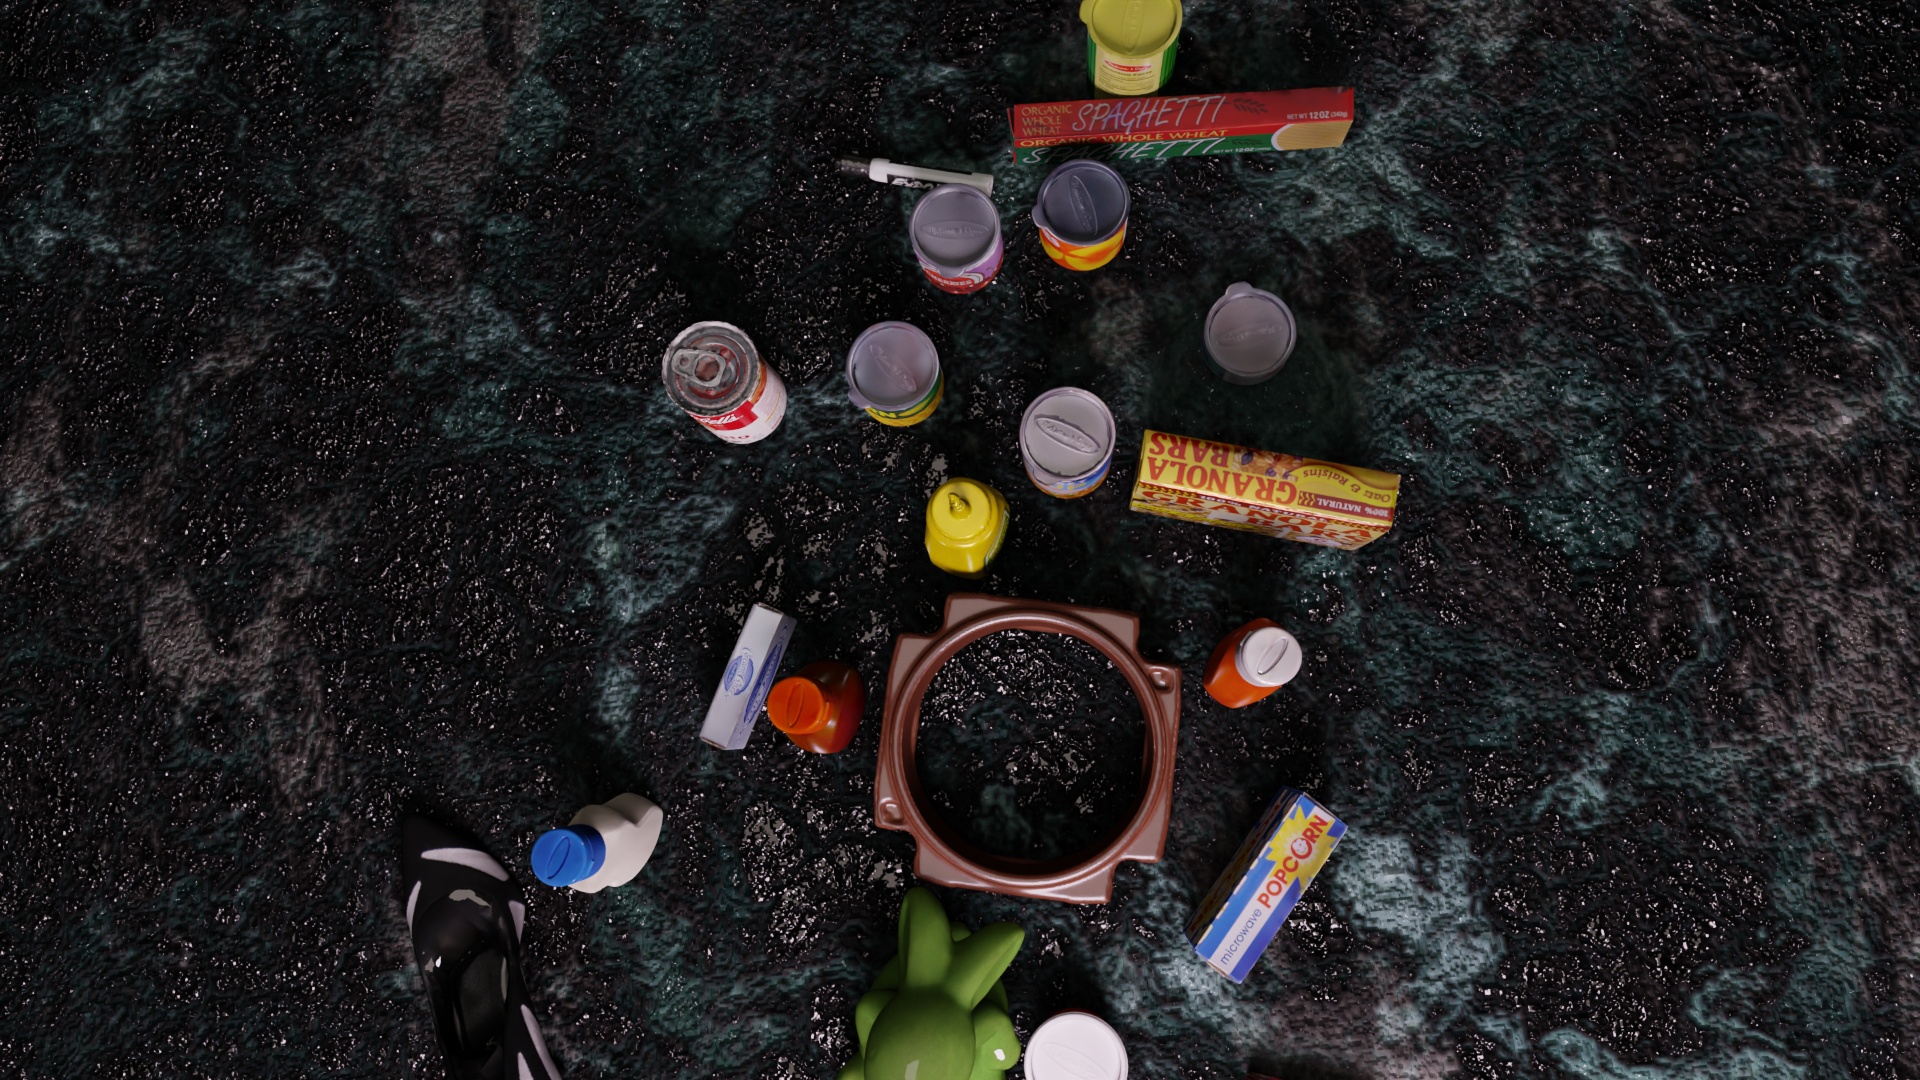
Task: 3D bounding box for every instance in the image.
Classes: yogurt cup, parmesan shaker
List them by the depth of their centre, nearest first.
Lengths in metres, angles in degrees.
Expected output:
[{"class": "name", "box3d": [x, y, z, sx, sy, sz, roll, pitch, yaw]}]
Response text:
[{"class": "yogurt cup", "box3d": [0.078, 0.349, 0.939, 0.072, 0.054, 0.072, -1, 82, 4]}, {"class": "parmesan shaker", "box3d": [0.122, -0.358, 1.012, 0.071, 0.103, 0.071, -1, 82, 4]}]

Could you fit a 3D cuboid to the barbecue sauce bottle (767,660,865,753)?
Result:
[{"class": "barbecue sauce bottle", "box3d": [-0.097, 0.112, 0.938, 0.044, 0.148, 0.065, 12, 84, 6]}]

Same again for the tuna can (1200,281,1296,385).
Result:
[{"class": "tuna can", "box3d": [0.208, -0.150, 1.012, 0.071, 0.033, 0.071, -1, 82, 4]}]

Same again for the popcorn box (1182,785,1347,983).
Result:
[{"class": "popcorn box", "box3d": [0.202, 0.228, 0.932, 0.038, 0.085, 0.127, 35, 86, 8]}]

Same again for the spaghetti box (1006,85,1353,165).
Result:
[{"class": "spaghetti box", "box3d": [0.160, -0.307, 1.029, 0.250, 0.050, 0.029, -2, 82, 4]}]

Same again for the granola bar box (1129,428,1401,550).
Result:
[{"class": "granola bar box", "box3d": [0.201, -0.032, 0.949, 0.166, 0.124, 0.039, 11, 84, 6]}]

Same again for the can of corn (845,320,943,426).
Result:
[{"class": "can of corn", "box3d": [-0.048, -0.119, 1.013, 0.071, 0.058, 0.071, -1, 82, 4]}]

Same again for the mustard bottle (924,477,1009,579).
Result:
[{"class": "mustard bottle", "box3d": [0.003, -0.012, 0.943, 0.049, 0.160, 0.065, 20, 84, 7]}]

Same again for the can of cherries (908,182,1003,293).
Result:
[{"class": "can of cherries", "box3d": [-0.003, -0.219, 1.024, 0.071, 0.058, 0.071, -1, 82, 4]}]

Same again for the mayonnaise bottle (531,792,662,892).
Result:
[{"class": "mayonnaise bottle", "box3d": [-0.245, 0.206, 0.936, 0.041, 0.148, 0.065, 24, 85, 7]}]

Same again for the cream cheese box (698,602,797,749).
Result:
[{"class": "cream cheese box", "box3d": [-0.151, 0.097, 0.992, 0.024, 0.053, 0.104, 21, 84, 7]}]

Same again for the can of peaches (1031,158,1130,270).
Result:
[{"class": "can of peaches", "box3d": [0.088, -0.238, 1.020, 0.071, 0.058, 0.071, -1, 82, 4]}]

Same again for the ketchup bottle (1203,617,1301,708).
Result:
[{"class": "ketchup bottle", "box3d": [0.195, 0.080, 0.921, 0.043, 0.148, 0.065, 38, 87, 8]}]

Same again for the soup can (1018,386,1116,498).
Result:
[{"class": "soup can", "box3d": [0.074, -0.065, 0.984, 0.071, 0.083, 0.071, -1, 82, 4]}]
